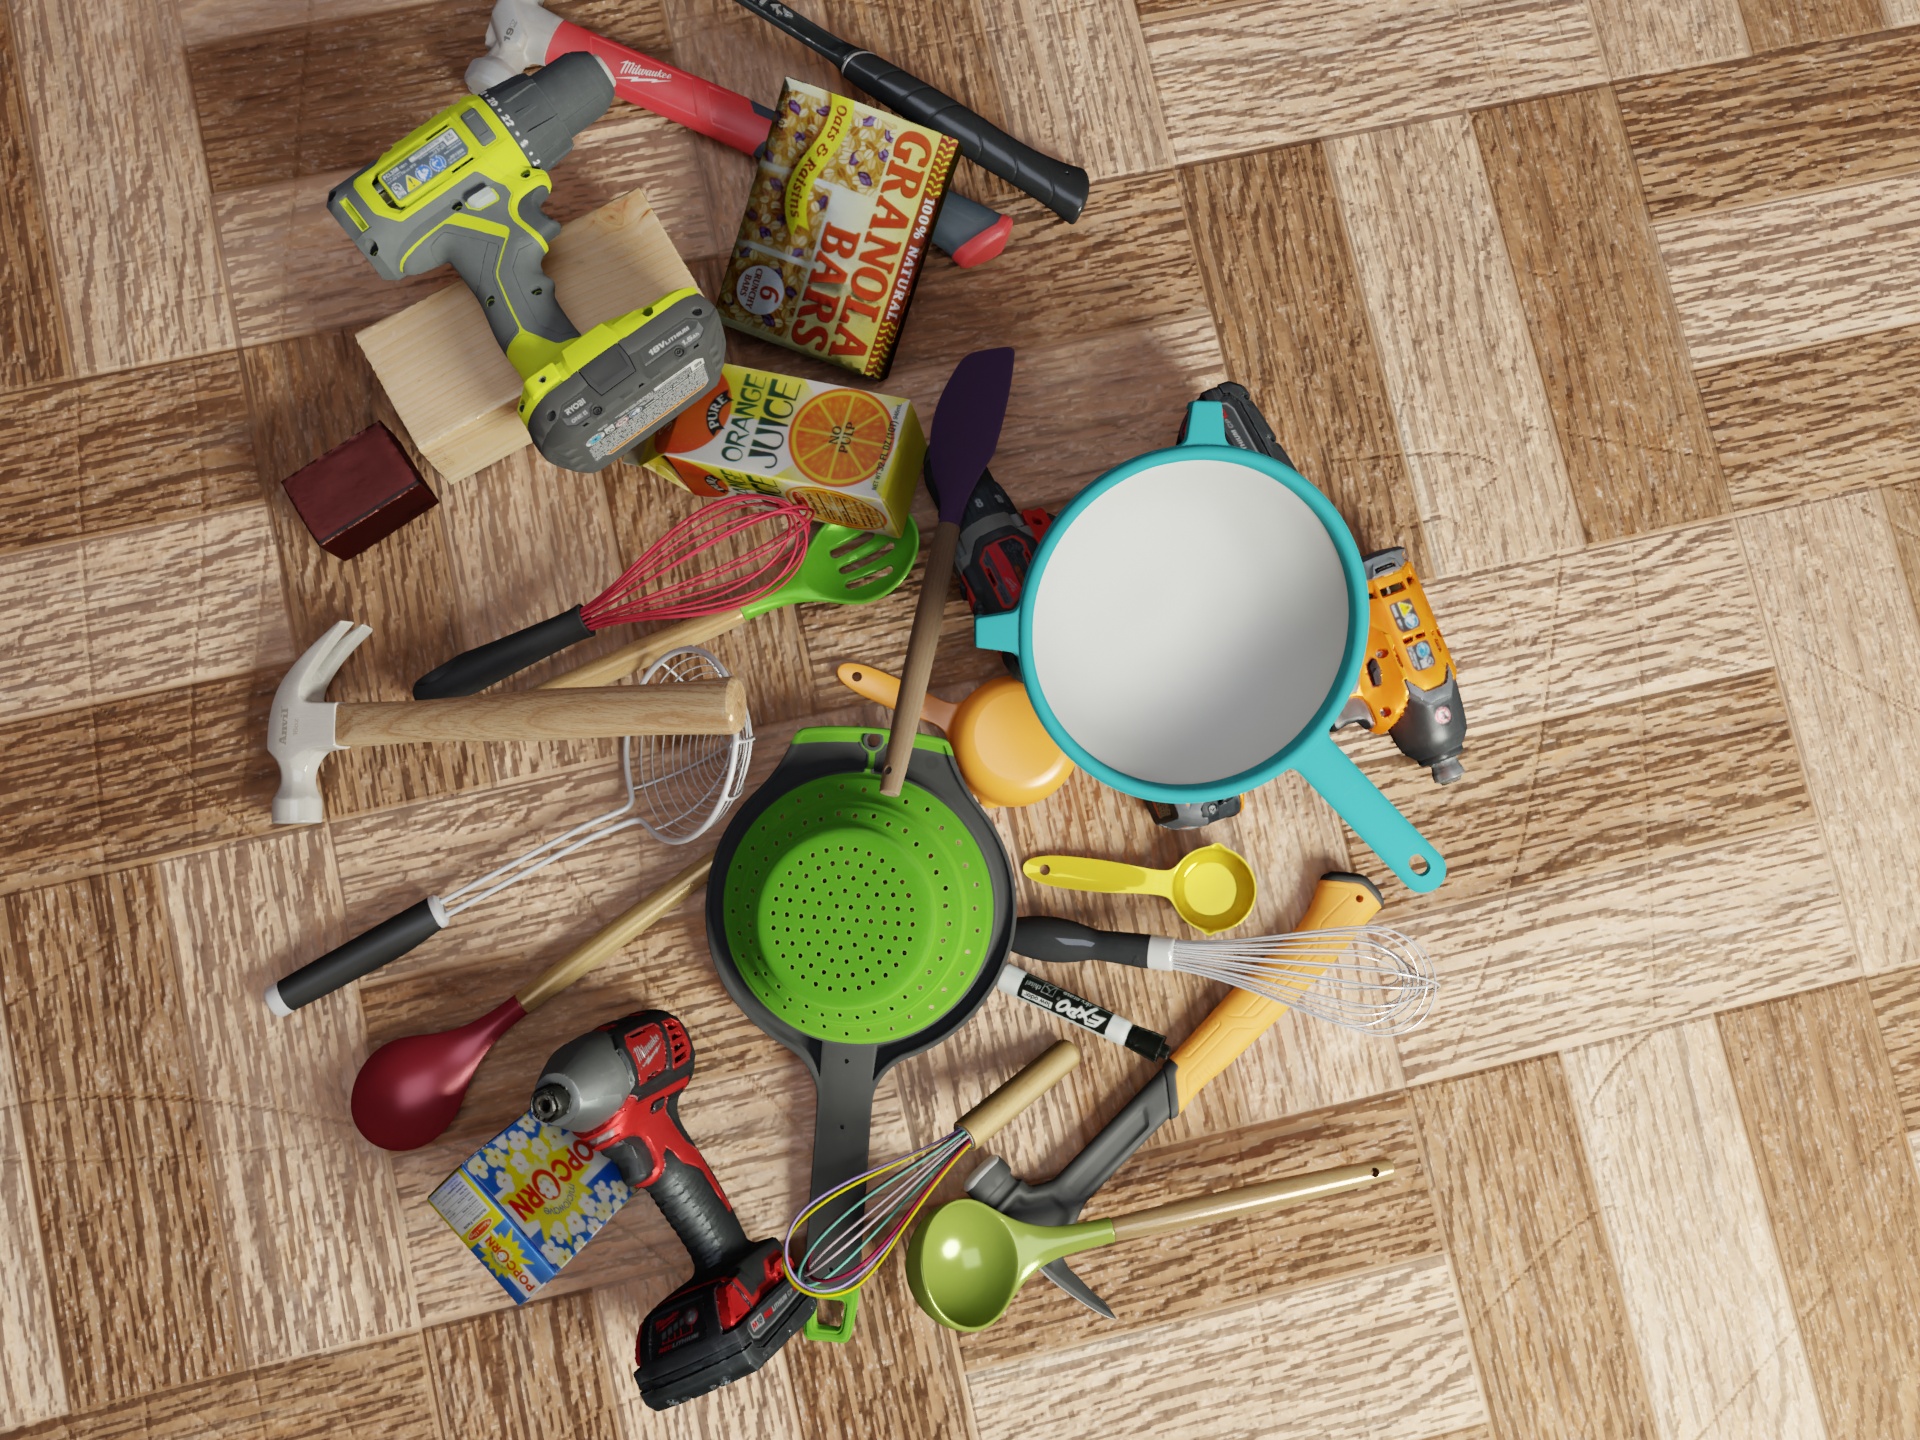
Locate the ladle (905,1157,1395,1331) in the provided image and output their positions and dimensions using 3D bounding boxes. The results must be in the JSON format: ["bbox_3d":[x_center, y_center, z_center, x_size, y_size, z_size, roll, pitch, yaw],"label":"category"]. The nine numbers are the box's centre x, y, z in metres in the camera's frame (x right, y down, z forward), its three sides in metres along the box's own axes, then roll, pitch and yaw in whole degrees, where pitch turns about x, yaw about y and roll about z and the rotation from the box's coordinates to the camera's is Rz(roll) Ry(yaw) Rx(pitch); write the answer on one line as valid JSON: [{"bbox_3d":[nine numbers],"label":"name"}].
[{"bbox_3d":[0.123,0.314,0.997,0.320,0.062,0.078,-10,77,-6],"label":"ladle"}]

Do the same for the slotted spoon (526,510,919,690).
[{"bbox_3d":[-0.172,-0.065,1.073,0.314,0.031,0.070,-24,75,-4],"label":"slotted spoon"}]

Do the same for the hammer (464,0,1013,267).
[{"bbox_3d":[-0.139,-0.427,1.112,0.386,0.038,0.143,23,81,0],"label":"hammer"}]

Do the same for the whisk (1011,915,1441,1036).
[{"bbox_3d":[0.162,0.153,1.025,0.284,0.070,0.070,5,83,15],"label":"whisk"}]

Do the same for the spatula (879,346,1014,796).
[{"bbox_3d":[-0.015,-0.102,1.026,0.060,0.018,0.316,-2,68,35],"label":"spatula"}]

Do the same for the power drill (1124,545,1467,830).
[{"bbox_3d":[0.227,-0.005,1.064,0.226,0.084,0.164,-22,86,-9],"label":"power drill"}]

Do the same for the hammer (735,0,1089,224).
[{"bbox_3d":[-0.088,-0.462,1.098,0.409,0.036,0.149,31,49,-4],"label":"hammer"}]

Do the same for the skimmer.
[{"bbox_3d":[-0.294,0.080,1.018,0.363,0.090,0.127,-29,58,-4],"label":"skimmer"}]

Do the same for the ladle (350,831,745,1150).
[{"bbox_3d":[-0.265,0.171,1.042,0.315,0.031,0.069,-37,85,-8],"label":"ladle"}]

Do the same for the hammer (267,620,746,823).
[{"bbox_3d":[-0.292,-0.005,1.006,0.331,0.031,0.130,-3,84,16],"label":"hammer"}]

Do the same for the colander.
[{"bbox_3d":[-0.074,0.201,0.997,0.204,0.094,0.397,4,89,4],"label":"colander"}]

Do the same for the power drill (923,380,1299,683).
[{"bbox_3d":[0.097,-0.143,1.065,0.226,0.080,0.188,-24,66,-5],"label":"power drill"}]

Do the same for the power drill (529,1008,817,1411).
[{"bbox_3d":[-0.182,0.289,0.968,0.078,0.143,0.220,-28,83,15],"label":"power drill"}]

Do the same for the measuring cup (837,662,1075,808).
[{"bbox_3d":[-0.002,-0.003,1.062,0.173,0.052,0.095,23,83,-2],"label":"measuring cup"}]

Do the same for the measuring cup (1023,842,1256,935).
[{"bbox_3d":[0.121,0.108,1.076,0.156,0.029,0.062,6,85,9],"label":"measuring cup"}]

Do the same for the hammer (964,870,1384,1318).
[{"bbox_3d":[0.163,0.233,1.054,0.337,0.034,0.127,-45,87,-7],"label":"hammer"}]

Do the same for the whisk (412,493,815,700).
[{"bbox_3d":[-0.228,-0.074,1.043,0.296,0.073,0.073,-24,85,6],"label":"whisk"}]

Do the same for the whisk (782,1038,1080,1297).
[{"bbox_3d":[-0.011,0.276,0.993,0.245,0.047,0.051,-32,126,-33],"label":"whisk"}]

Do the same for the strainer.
[{"bbox_3d":[0.174,-0.020,0.978,0.211,0.095,0.340,-45,107,3],"label":"strainer"}]

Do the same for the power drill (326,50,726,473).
[{"bbox_3d":[-0.248,-0.288,0.980,0.190,0.080,0.228,-38,85,-7],"label":"power drill"}]
